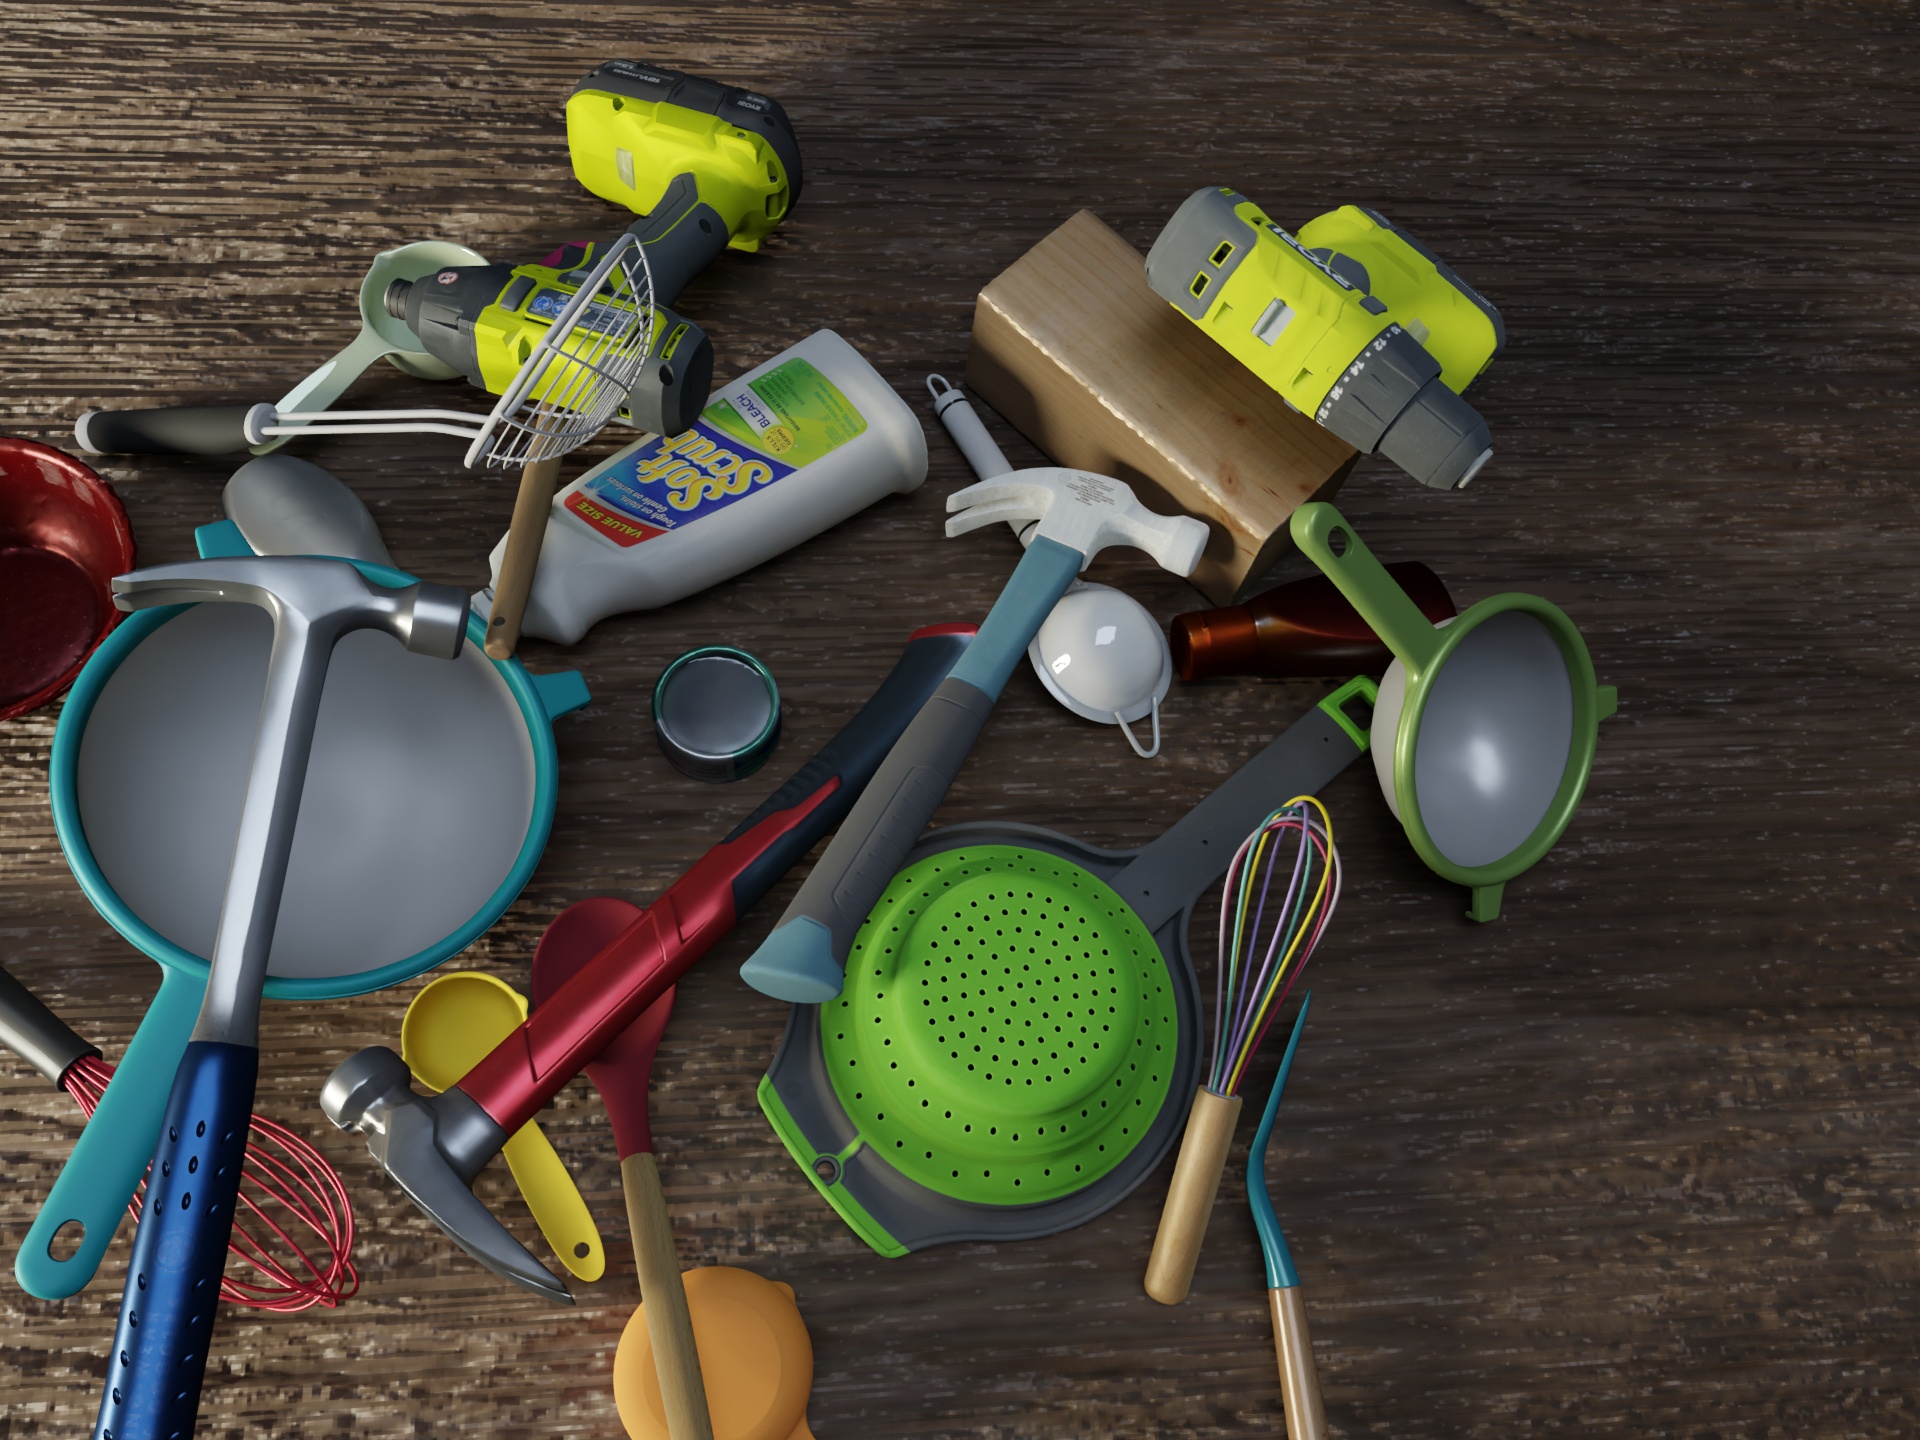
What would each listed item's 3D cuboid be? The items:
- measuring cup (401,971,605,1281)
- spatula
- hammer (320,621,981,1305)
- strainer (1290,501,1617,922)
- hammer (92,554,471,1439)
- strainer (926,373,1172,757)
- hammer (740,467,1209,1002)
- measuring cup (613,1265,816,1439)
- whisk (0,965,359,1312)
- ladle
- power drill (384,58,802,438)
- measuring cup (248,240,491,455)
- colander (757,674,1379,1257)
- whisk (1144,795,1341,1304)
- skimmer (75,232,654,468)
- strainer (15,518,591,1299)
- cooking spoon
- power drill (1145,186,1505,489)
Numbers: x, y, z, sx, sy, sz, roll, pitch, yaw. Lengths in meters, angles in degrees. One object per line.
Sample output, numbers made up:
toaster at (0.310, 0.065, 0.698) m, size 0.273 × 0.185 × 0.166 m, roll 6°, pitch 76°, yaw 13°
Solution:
measuring cup at (-0.207, 0.190, 0.745) m, size 0.062 × 0.029 × 0.156 m, roll -28°, pitch 85°, yaw -15°
spatula at (0.164, 0.285, 0.727) m, size 0.044 × 0.082 × 0.318 m, roll -8°, pitch 74°, yaw 7°
hammer at (-0.100, 0.086, 0.753) m, size 0.143 × 0.038 × 0.386 m, roll 35°, pitch 60°, yaw 20°
strainer at (0.224, -0.024, 0.800) m, size 0.256 × 0.069 × 0.151 m, roll 42°, pitch 76°, yaw -30°
hammer at (-0.300, 0.119, 0.639) m, size 0.144 × 0.035 × 0.406 m, roll 10°, pitch 68°, yaw -20°
strainer at (0.046, -0.096, 0.876) m, size 0.087 × 0.050 × 0.259 m, roll -20°, pitch 67°, yaw -30°
hammer at (-0.001, -0.002, 0.773) m, size 0.128 × 0.033 × 0.331 m, roll 25°, pitch 60°, yaw 13°
measuring cup at (-0.077, 0.311, 0.688) m, size 0.174 × 0.052 × 0.095 m, roll 41°, pitch 70°, yaw 13°
whisk at (-0.382, 0.168, 0.714) m, size 0.296 × 0.073 × 0.073 m, roll 32°, pitch 68°, yaw 13°
ladle at (-0.135, 0.215, 0.695) m, size 0.069 × 0.031 × 0.316 m, roll -15°, pitch 54°, yaw -9°
power drill at (-0.192, -0.261, 0.869) m, size 0.171 × 0.080 × 0.223 m, roll 17°, pitch 55°, yaw 5°
measuring cup at (-0.322, -0.195, 0.878) m, size 0.083 × 0.038 × 0.167 m, roll 39°, pitch 71°, yaw 10°
colander at (0.083, 0.087, 0.774) m, size 0.397 × 0.094 × 0.204 m, roll -38°, pitch 76°, yaw -18°
whisk at (0.127, 0.153, 0.736) m, size 0.047 × 0.051 × 0.245 m, roll 17°, pitch 92°, yaw 35°
skimmer at (-0.306, -0.169, 0.768) m, size 0.363 × 0.090 × 0.127 m, roll 2°, pitch 48°, yaw 22°
strainer at (-0.320, 0.089, 0.718) m, size 0.211 × 0.095 × 0.341 m, roll 24°, pitch 62°, yaw -13°
cooking spoon at (-0.216, -0.157, 0.844) m, size 0.068 × 0.017 × 0.319 m, roll 1°, pitch 52°, yaw -1°
power drill at (0.215, -0.204, 0.846) m, size 0.190 × 0.080 × 0.228 m, roll 42°, pitch 30°, yaw 11°
